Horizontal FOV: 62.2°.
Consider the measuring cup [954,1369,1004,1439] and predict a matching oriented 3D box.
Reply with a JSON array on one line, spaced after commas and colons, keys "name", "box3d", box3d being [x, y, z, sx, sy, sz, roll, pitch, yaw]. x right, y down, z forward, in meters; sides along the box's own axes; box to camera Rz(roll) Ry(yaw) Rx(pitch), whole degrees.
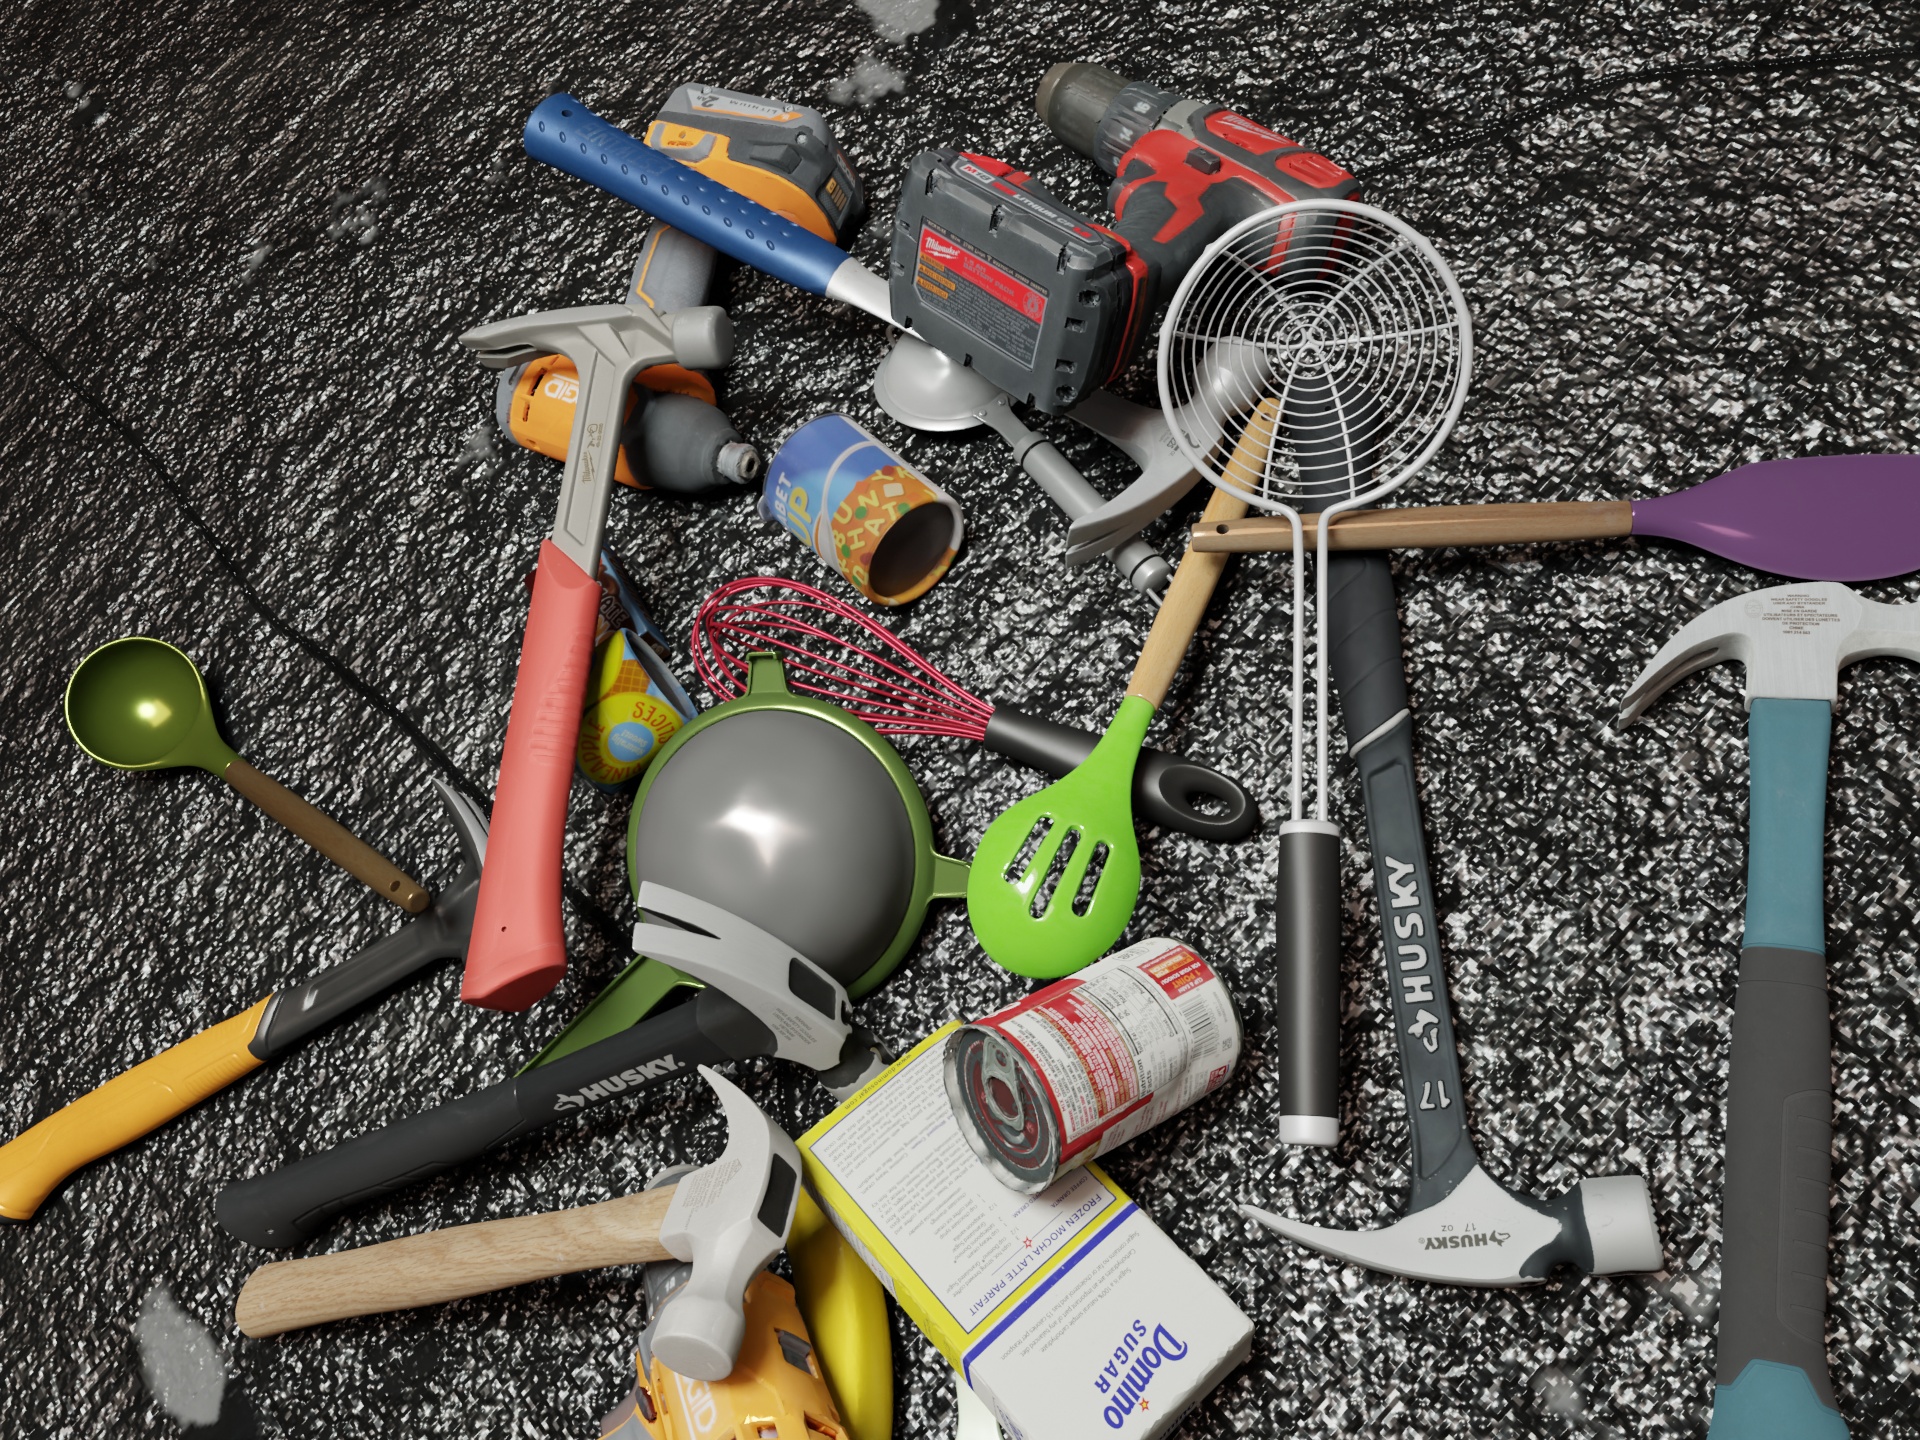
[{"name": "measuring cup", "box3d": [0.002, 0.278, 0.625, 0.083, 0.038, 0.168, -9, 66, 17]}]

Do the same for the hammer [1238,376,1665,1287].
[{"name": "hammer", "box3d": [0.176, 0.026, 0.676, 0.149, 0.036, 0.409, -11, 63, 18]}]

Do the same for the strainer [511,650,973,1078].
[{"name": "strainer", "box3d": [-0.128, 0.099, 0.719, 0.256, 0.069, 0.151, -44, 82, 10]}]

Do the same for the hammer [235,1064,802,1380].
[{"name": "hammer", "box3d": [-0.200, 0.227, 0.681, 0.331, 0.031, 0.130, -20, 31, 31]}]

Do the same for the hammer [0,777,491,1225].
[{"name": "hammer", "box3d": [-0.377, 0.162, 0.828, 0.337, 0.034, 0.127, -30, 61, 6]}]

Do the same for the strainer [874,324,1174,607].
[{"name": "strainer", "box3d": [0.033, -0.144, 0.806, 0.087, 0.050, 0.259, -33, 62, -12]}]

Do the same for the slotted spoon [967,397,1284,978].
[{"name": "slotted spoon", "box3d": [0.087, -0.029, 0.710, 0.070, 0.031, 0.314, 23, 64, 8]}]

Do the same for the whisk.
[{"name": "whisk", "box3d": [-0.001, -0.002, 0.746, 0.296, 0.073, 0.073, 20, 75, 20]}]

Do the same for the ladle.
[{"name": "ladle", "box3d": [-0.385, 0.031, 0.854, 0.320, 0.062, 0.078, 23, 75, 36]}]

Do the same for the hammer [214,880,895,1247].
[{"name": "hammer", "box3d": [-0.207, 0.173, 0.716, 0.335, 0.146, 0.035, -24, 40, 19]}]

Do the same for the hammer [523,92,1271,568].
[{"name": "hammer", "box3d": [-0.055, -0.215, 0.801, 0.405, 0.035, 0.144, 30, 67, 14]}]

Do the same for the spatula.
[{"name": "spatula", "box3d": [0.258, -0.083, 0.677, 0.316, 0.018, 0.060, -1, 67, 10]}]

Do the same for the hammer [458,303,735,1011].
[{"name": "hammer", "box3d": [-0.202, -0.041, 0.770, 0.149, 0.036, 0.359, -2, 69, 17]}]

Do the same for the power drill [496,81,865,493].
[{"name": "power drill", "box3d": [-0.143, -0.233, 0.892, 0.164, 0.084, 0.226, 22, 80, 25]}]

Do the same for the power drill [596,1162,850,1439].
[{"name": "power drill", "box3d": [-0.150, 0.301, 0.633, 0.226, 0.084, 0.186, -44, 35, 4]}]

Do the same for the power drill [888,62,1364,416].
[{"name": "power drill", "box3d": [0.064, -0.249, 0.764, 0.188, 0.080, 0.227, 37, 50, 22]}]

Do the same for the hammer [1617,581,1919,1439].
[{"name": "hammer", "box3d": [0.307, 0.100, 0.591, 0.128, 0.033, 0.331, 4, 69, 22]}]

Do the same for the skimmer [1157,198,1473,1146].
[{"name": "skimmer", "box3d": [0.137, -0.022, 0.622, 0.127, 0.090, 0.363, 1, 73, 9]}]
